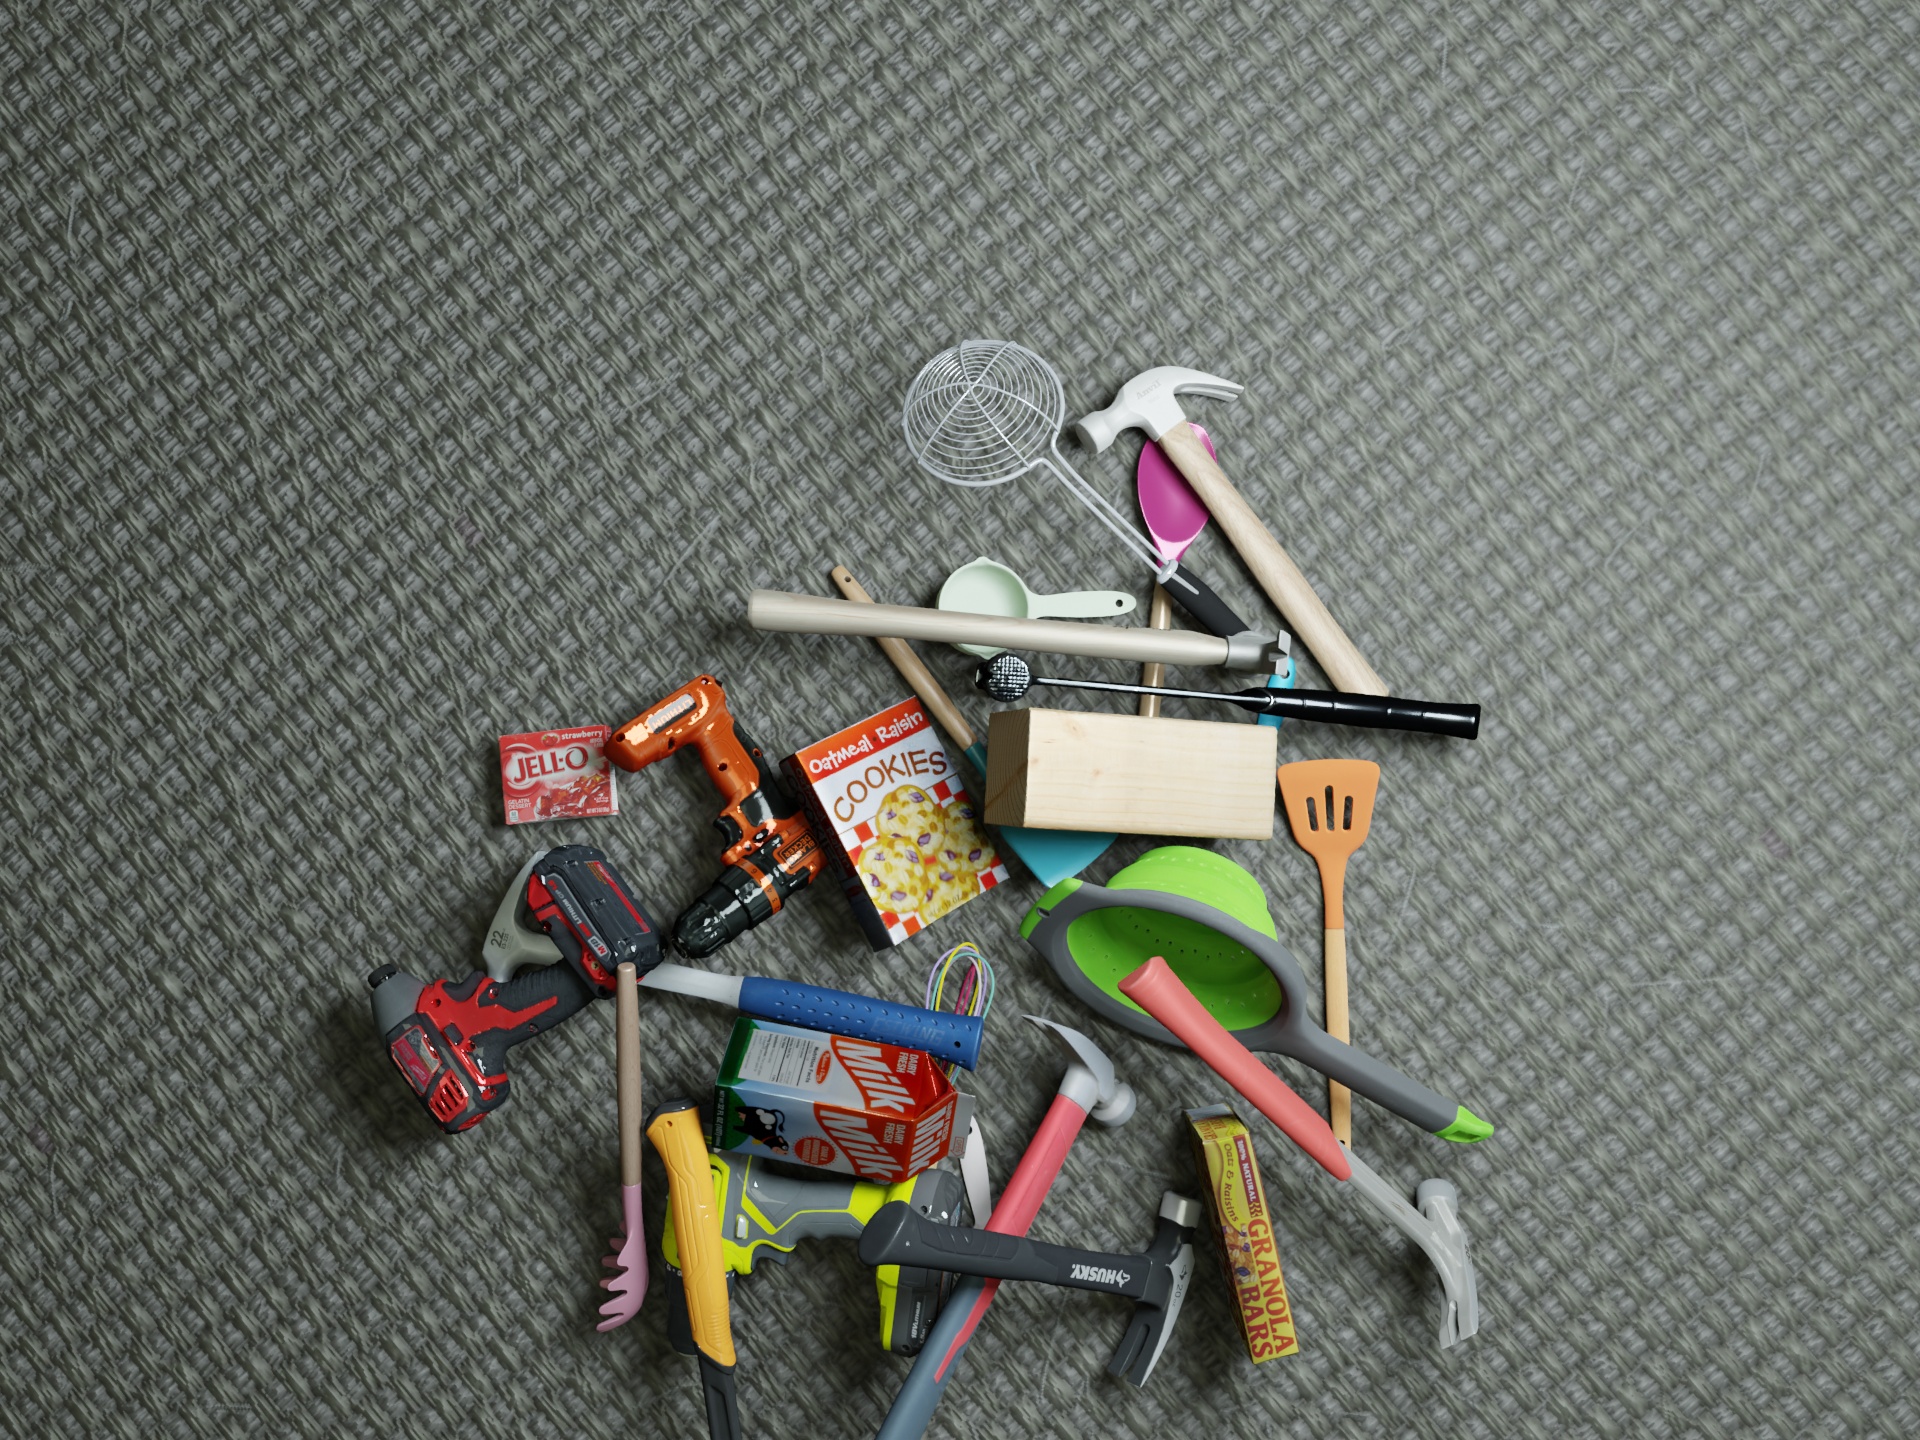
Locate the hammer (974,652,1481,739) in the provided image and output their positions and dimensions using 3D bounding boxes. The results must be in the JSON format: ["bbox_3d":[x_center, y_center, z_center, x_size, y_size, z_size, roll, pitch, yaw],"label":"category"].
[{"bbox_3d":[0.211,-0.016,1.244,0.409,0.149,0.036,5,91,-6],"label":"hammer"}]

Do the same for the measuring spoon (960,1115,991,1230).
[{"bbox_3d":[0.014,0.377,1.278,0.034,0.018,0.124,-11,86,-1],"label":"measuring spoon"}]

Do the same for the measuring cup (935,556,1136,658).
[{"bbox_3d":[0.060,-0.092,1.304,0.167,0.038,0.083,-3,88,-14],"label":"measuring cup"}]

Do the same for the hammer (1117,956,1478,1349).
[{"bbox_3d":[0.254,0.307,1.185,0.359,0.149,0.036,43,117,-12],"label":"hammer"}]

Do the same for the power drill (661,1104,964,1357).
[{"bbox_3d":[-0.122,0.414,1.236,0.228,0.080,0.190,8,93,10],"label":"power drill"}]

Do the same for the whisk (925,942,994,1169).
[{"bbox_3d":[-0.015,0.298,1.274,0.051,0.047,0.245,11,91,8],"label":"whisk"}]

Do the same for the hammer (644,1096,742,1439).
[{"bbox_3d":[-0.181,0.451,1.193,0.127,0.034,0.337,-10,88,14],"label":"hammer"}]

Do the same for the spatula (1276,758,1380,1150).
[{"bbox_3d":[0.301,0.193,1.281,0.081,0.041,0.322,-2,88,12],"label":"spatula"}]

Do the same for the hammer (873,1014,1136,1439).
[{"bbox_3d":[0.006,0.407,1.170,0.143,0.038,0.386,51,61,-39],"label":"hammer"}]

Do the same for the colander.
[{"bbox_3d":[0.245,0.203,1.239,0.397,0.204,0.095,29,54,-4],"label":"colander"}]

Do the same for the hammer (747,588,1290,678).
[{"bbox_3d":[0.042,-0.067,1.210,0.410,0.146,0.038,5,92,2],"label":"hammer"}]

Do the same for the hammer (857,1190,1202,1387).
[{"bbox_3d":[0.055,0.401,1.162,0.334,0.035,0.146,25,77,-40],"label":"hammer"}]

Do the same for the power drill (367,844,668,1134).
[{"bbox_3d":[-0.349,0.199,1.222,0.219,0.078,0.143,-39,81,5],"label":"power drill"}]

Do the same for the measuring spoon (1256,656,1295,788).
[{"bbox_3d":[0.252,0.009,1.301,0.042,0.021,0.128,17,88,0],"label":"measuring spoon"}]

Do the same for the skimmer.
[{"bbox_3d":[0.111,-0.160,1.274,0.363,0.090,0.127,40,81,-19],"label":"skimmer"}]

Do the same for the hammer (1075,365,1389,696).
[{"bbox_3d":[0.241,-0.146,1.298,0.130,0.031,0.331,-37,91,-11],"label":"hammer"}]

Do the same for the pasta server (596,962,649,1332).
[{"bbox_3d":[-0.259,0.328,1.211,0.040,0.060,0.316,-1,110,-10],"label":"pasta server"}]

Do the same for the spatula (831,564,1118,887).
[{"bbox_3d":[-0.002,-0.004,1.290,0.082,0.044,0.317,-36,85,-27],"label":"spatula"}]

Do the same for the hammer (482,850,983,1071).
[{"bbox_3d":[-0.182,0.207,1.255,0.405,0.035,0.144,11,86,8],"label":"hammer"}]

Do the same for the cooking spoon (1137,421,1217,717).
[{"bbox_3d":[0.165,-0.090,1.309,0.068,0.017,0.319,8,86,-8],"label":"cooking spoon"}]
